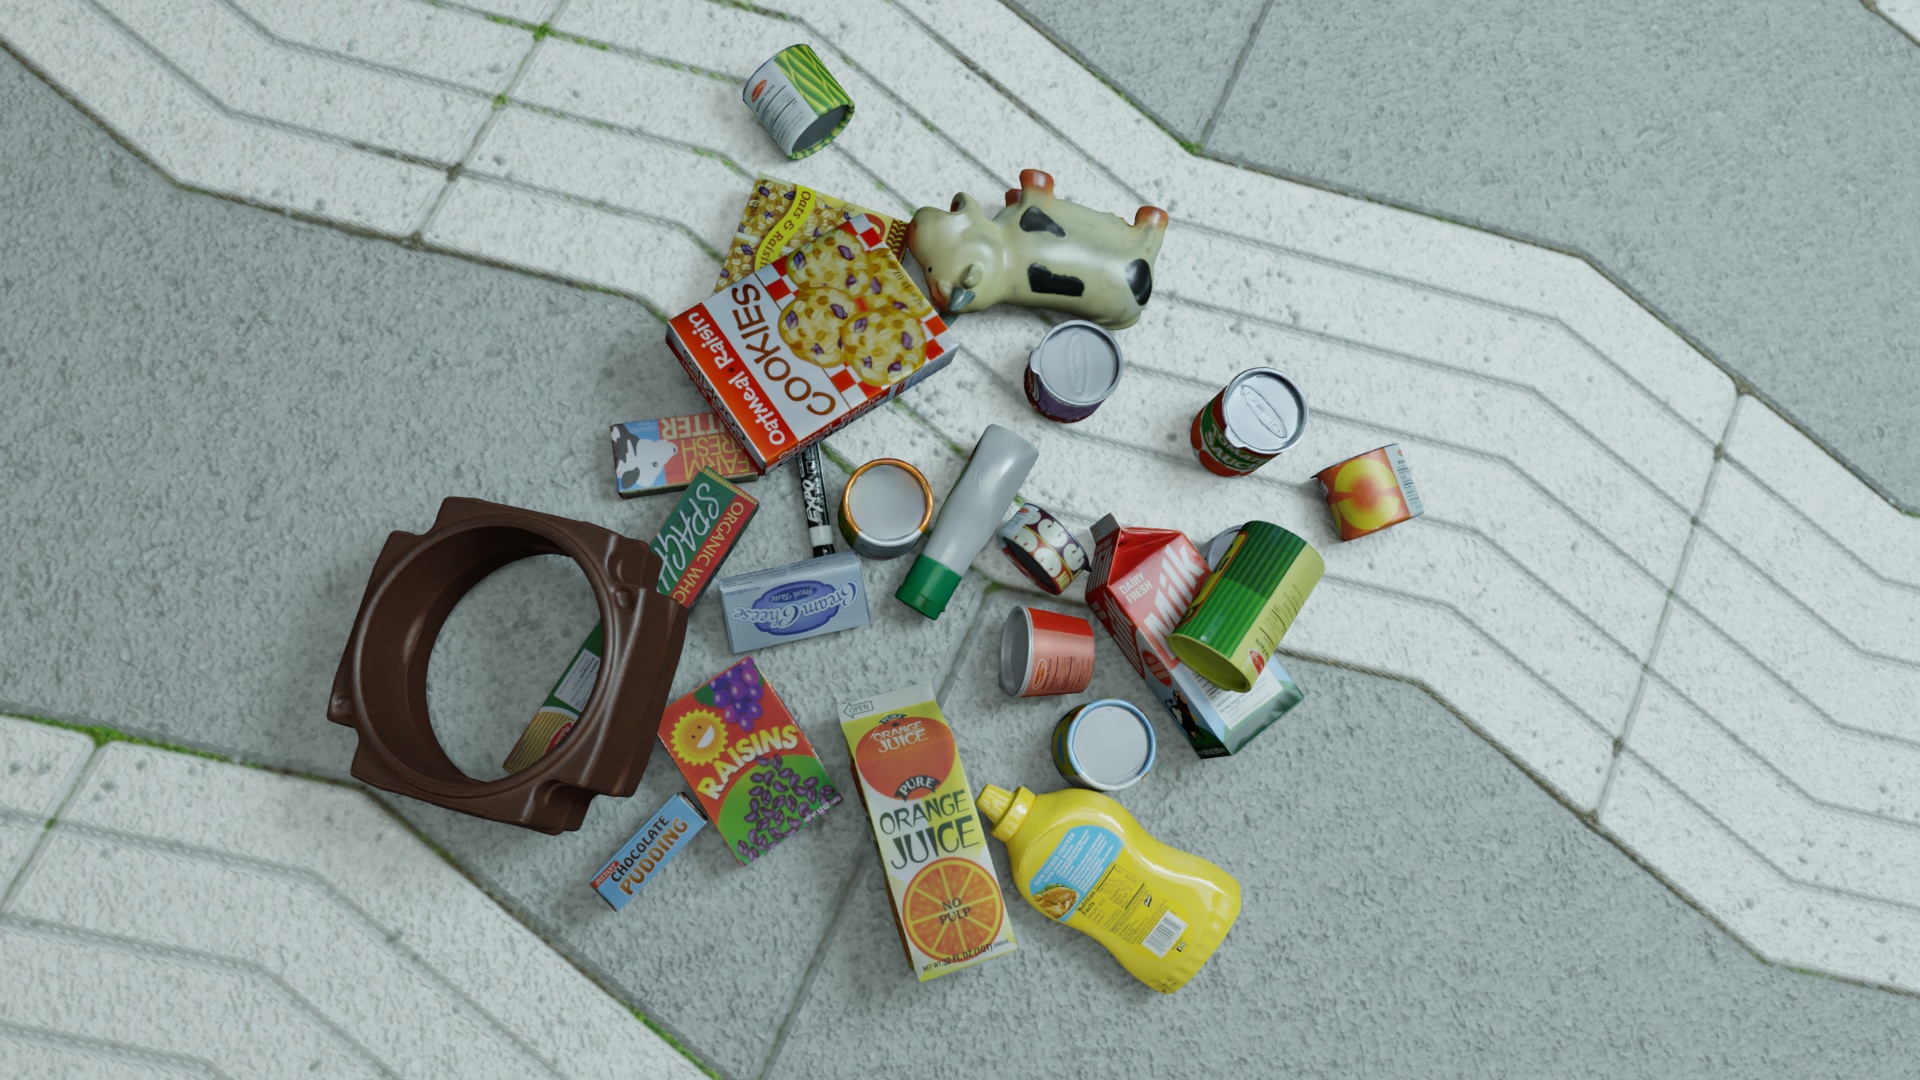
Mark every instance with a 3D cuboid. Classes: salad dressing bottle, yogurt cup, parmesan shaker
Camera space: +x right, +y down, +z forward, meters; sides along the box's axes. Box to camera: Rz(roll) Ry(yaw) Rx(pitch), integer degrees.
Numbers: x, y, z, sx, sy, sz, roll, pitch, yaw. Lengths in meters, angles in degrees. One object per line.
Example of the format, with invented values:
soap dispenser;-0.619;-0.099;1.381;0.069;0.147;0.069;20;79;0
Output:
salad dressing bottle;0.004;-0.013;1.022;0.044;0.064;0.148;29;84;10
yogurt cup;0.064;0.082;1.010;0.054;0.072;0.072;5;79;-15
parmesan shaker;0.198;0.046;0.962;0.071;0.071;0.103;36;74;0

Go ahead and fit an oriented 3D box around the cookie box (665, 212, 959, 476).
cookie box;-0.105;-0.140;0.989;0.168;0.040;0.123;-33;83;-18

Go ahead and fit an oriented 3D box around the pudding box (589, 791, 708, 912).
pudding box;-0.213;0.212;0.951;0.030;0.049;0.084;45;77;0

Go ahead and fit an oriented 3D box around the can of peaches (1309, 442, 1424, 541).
can of peaches;0.313;-0.035;1.067;0.071;0.071;0.058;-19;83;-11

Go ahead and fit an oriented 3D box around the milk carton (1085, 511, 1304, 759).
milk carton;0.158;0.062;1.022;0.073;0.072;0.190;-35;86;-13

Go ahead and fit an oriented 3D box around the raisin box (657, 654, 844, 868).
raisin box;-0.150;0.154;0.977;0.086;0.040;0.123;-33;86;-12

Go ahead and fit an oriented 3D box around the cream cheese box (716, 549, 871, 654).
cream cheese box;-0.119;0.044;0.998;0.104;0.024;0.053;-12;118;-10

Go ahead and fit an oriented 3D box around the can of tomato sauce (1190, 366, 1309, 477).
can of tomato sauce;0.216;-0.086;1.053;0.071;0.083;0.071;1;79;-7

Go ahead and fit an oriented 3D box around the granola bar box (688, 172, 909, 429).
granola bar box;-0.119;-0.181;1.040;0.124;0.039;0.166;18;72;-4

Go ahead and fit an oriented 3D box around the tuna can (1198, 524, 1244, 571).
tuna can;0.215;0.025;1.057;0.071;0.032;0.071;1;79;-8

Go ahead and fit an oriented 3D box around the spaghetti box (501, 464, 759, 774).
spaghetti box;-0.228;0.064;0.976;0.050;0.028;0.250;33;82;-2

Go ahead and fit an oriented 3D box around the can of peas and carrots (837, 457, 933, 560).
can of peas and carrots;-0.056;-0.025;1.015;0.071;0.058;0.071;2;79;-8

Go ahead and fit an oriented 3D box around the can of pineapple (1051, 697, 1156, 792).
can of pineapple;0.103;0.147;1.004;0.071;0.057;0.071;1;79;-7

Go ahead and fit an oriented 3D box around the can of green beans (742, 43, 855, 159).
can of green beans;-0.123;-0.335;1.063;0.071;0.071;0.058;-37;87;-13

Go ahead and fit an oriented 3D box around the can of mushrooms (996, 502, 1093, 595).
can of mushrooms;0.062;0.008;1.021;0.071;0.071;0.033;44;78;2

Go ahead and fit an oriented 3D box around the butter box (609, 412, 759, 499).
butter box;-0.201;-0.064;1.020;0.104;0.024;0.053;-9;81;-9

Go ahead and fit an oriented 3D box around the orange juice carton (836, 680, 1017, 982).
orange juice carton;-0.026;0.198;0.968;0.072;0.073;0.193;-16;81;-10

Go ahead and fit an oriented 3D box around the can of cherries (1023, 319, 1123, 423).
can of cherries;0.082;-0.128;1.055;0.071;0.058;0.071;1;80;-8
